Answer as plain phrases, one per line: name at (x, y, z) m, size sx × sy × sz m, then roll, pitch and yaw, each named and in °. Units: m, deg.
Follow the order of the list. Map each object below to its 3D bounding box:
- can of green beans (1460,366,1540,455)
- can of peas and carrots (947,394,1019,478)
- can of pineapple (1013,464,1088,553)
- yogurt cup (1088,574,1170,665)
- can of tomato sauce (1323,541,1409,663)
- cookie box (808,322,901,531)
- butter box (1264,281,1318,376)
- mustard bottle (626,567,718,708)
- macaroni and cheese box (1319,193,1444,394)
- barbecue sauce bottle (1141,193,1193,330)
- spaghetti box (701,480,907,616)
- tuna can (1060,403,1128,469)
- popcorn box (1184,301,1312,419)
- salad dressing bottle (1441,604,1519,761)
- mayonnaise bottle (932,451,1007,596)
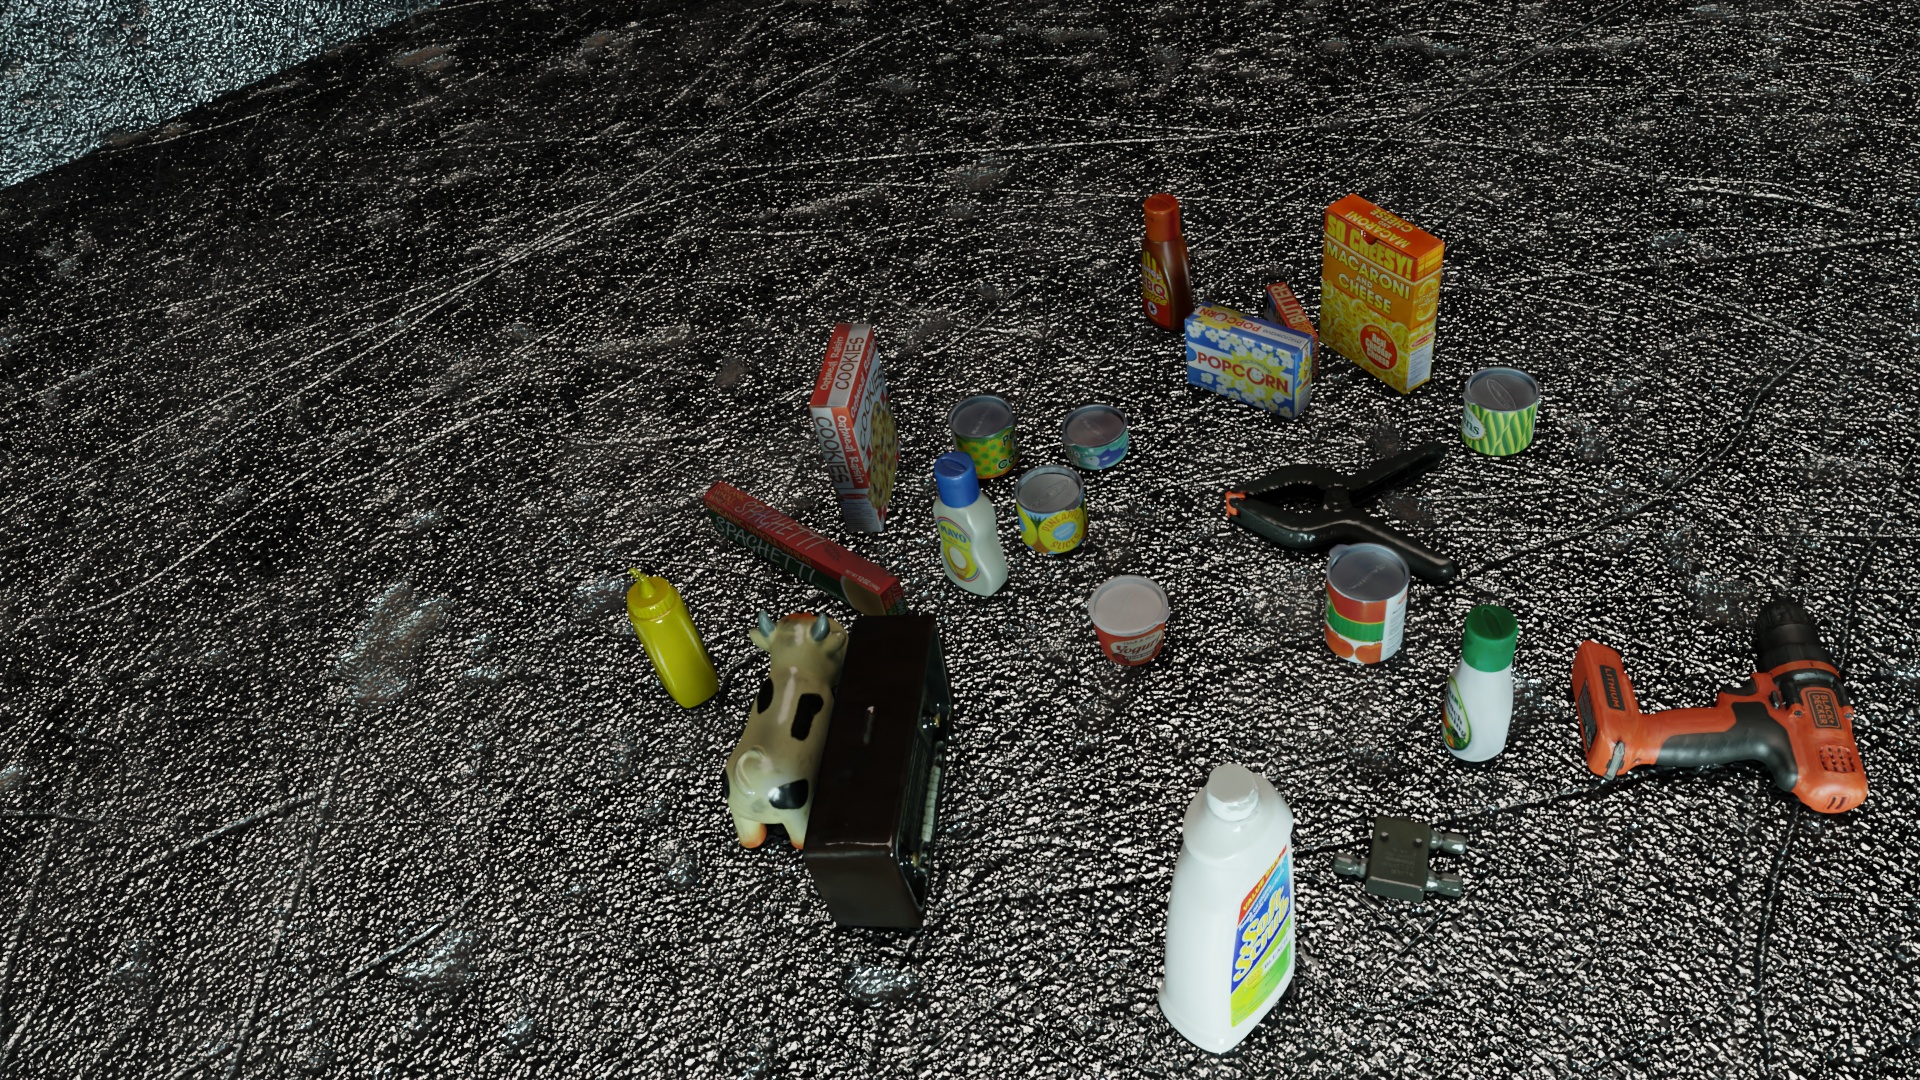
can of green beans at (0.512, -0.123, 1.320) m, size 0.071 × 0.057 × 0.071 m, roll -6°, pitch 45°, yaw 6°
can of peas and carrots at (0.027, -0.105, 1.405) m, size 0.071 × 0.058 × 0.071 m, roll -6°, pitch 45°, yaw 6°
can of pineapple at (0.087, -0.028, 1.318) m, size 0.071 × 0.057 × 0.071 m, roll -6°, pitch 45°, yaw 6°
yogurt cup at (0.148, 0.072, 1.211) m, size 0.072 × 0.053 × 0.073 m, roll -6°, pitch 45°, yaw 6°
can of tomato sauce at (0.339, 0.052, 1.168) m, size 0.071 × 0.082 × 0.071 m, roll -6°, pitch 45°, yaw 6°
cookie box at (-0.101, -0.110, 1.361) m, size 0.040 × 0.166 × 0.123 m, roll -1°, pitch 46°, yaw 12°
butter box at (0.346, -0.220, 1.454) m, size 0.024 × 0.052 × 0.104 m, roll -14°, pitch 45°, yaw -1°
mustard bottle at (-0.257, 0.079, 1.215) m, size 0.049 × 0.159 × 0.065 m, roll -30°, pitch 48°, yaw -16°
macaroni and cheese box at (0.416, -0.244, 1.383) m, size 0.040 × 0.165 × 0.124 m, roll -30°, pitch 48°, yaw -17°
barbecue sauce bottle at (0.220, -0.300, 1.492) m, size 0.044 × 0.147 × 0.065 m, roll -28°, pitch 47°, yaw -15°
spaghetti box at (-0.154, 0.010, 1.338) m, size 0.250 × 0.050 × 0.029 m, roll 27°, pitch 57°, yaw 32°
tuna can at (0.134, -0.104, 1.399) m, size 0.071 × 0.032 × 0.071 m, roll -6°, pitch 45°, yaw 6°
popcorn box at (0.292, -0.183, 1.407) m, size 0.127 × 0.084 × 0.038 m, roll 25°, pitch 56°, yaw 31°
salad dressing bottle at (0.396, 0.109, 1.056) m, size 0.044 × 0.147 × 0.064 m, roll -10°, pitch 45°, yaw 3°
mayonnaise bottle at (0.004, -0.016, 1.260) m, size 0.065 × 0.147 × 0.041 m, roll 27°, pitch 57°, yaw 32°
